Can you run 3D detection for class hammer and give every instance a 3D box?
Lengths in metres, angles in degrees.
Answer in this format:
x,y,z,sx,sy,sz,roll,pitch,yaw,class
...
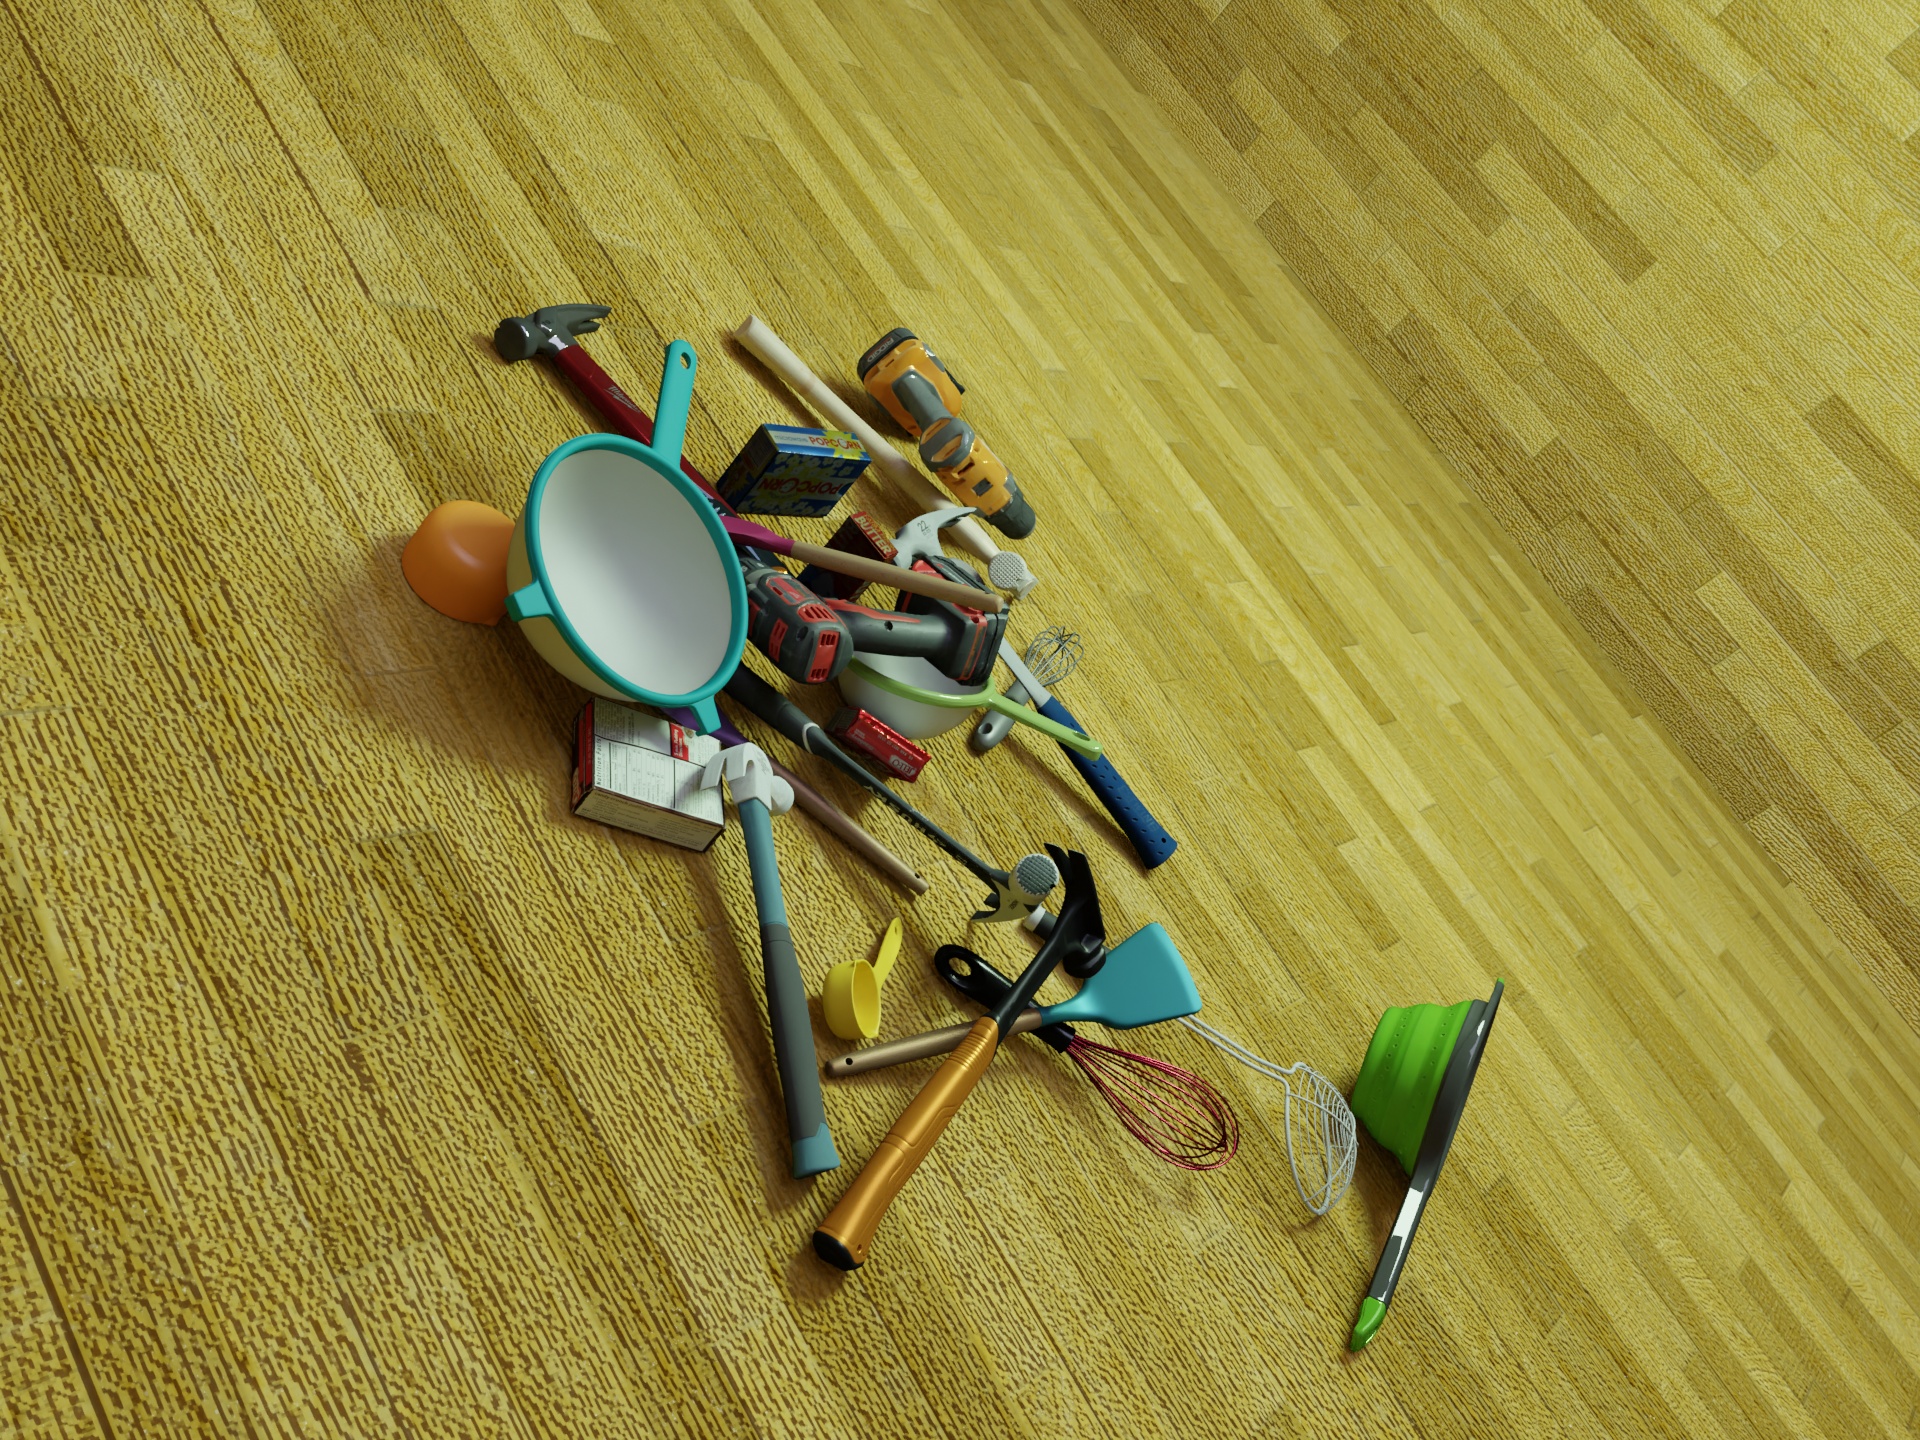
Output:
x,y,z,sx,sy,sz,roll,pitch,yaw,class
0.004,0.234,1.105,0.034,0.127,0.337,15,46,32,hammer
-0.129,0.162,1.125,0.128,0.033,0.331,58,15,-59,hammer
0.076,-0.030,1.518,0.405,0.035,0.144,52,42,-8,hammer
-0.247,-0.228,1.443,0.386,0.038,0.143,47,32,3,hammer
-0.078,-0.273,1.655,0.411,0.038,0.146,44,5,7,hammer
-0.103,0.027,1.278,0.409,0.149,0.036,38,67,4,hammer

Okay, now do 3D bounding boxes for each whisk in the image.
x,y,z,sx,sy,sz,roll,pitch,yaw,class
0.066,-0.031,1.568,0.055,0.055,0.239,44,38,-3,whisk
0.102,0.267,1.276,0.295,0.073,0.073,35,34,-6,whisk

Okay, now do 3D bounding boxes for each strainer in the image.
x,y,z,sx,sy,sz,roll,pitch,yaw,class
-0.002,-0.004,1.396,0.256,0.069,0.151,25,22,8,strainer
-0.261,-0.152,1.219,0.210,0.095,0.341,37,44,-40,strainer

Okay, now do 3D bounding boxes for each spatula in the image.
x,y,z,sx,sy,sz,roll,pitch,yaw,class
0.041,0.224,1.205,0.317,0.044,0.082,-7,59,-34,spatula
-0.149,0.040,1.279,0.316,0.018,0.060,39,33,-8,spatula

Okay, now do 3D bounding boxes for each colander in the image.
x,y,z,sx,sy,sz,roll,pitch,yaw,class
0.385,0.380,1.428,0.094,0.204,0.397,19,44,22,colander

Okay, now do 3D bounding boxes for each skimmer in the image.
x,y,z,sx,sy,sz,roll,pitch,yaw,class
0.196,0.288,1.381,0.363,0.090,0.127,34,34,1,skimmer

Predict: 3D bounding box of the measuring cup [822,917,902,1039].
x,y,z,sx,sy,sz,roll,pitch,yaw,class
-0.072,0.188,1.198,0.156,0.029,0.062,-61,139,-69,measuring cup

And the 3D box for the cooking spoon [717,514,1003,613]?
x,y,z,sx,sy,sz,roll,pitch,yaw,class
-0.113,-0.133,1.297,0.319,0.017,0.069,16,19,19,cooking spoon

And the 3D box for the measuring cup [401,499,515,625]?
x,y,z,sx,sy,sz,roll,pitch,yaw,class
-0.343,-0.133,1.222,0.095,0.052,0.173,51,36,9,measuring cup

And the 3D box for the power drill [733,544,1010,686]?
x,y,z,sx,sy,sz,roll,pitch,yaw,class
-0.094,-0.095,1.338,0.226,0.080,0.188,-2,30,-38,power drill

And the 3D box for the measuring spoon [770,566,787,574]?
x,y,z,sx,sy,sz,roll,pitch,yaw,class
-0.194,-0.110,1.364,0.117,0.011,0.021,-28,82,-35,measuring spoon

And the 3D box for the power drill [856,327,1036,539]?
x,y,z,sx,sy,sz,roll,pitch,yaw,class
-0.007,-0.299,1.703,0.185,0.084,0.226,39,16,-50,power drill
